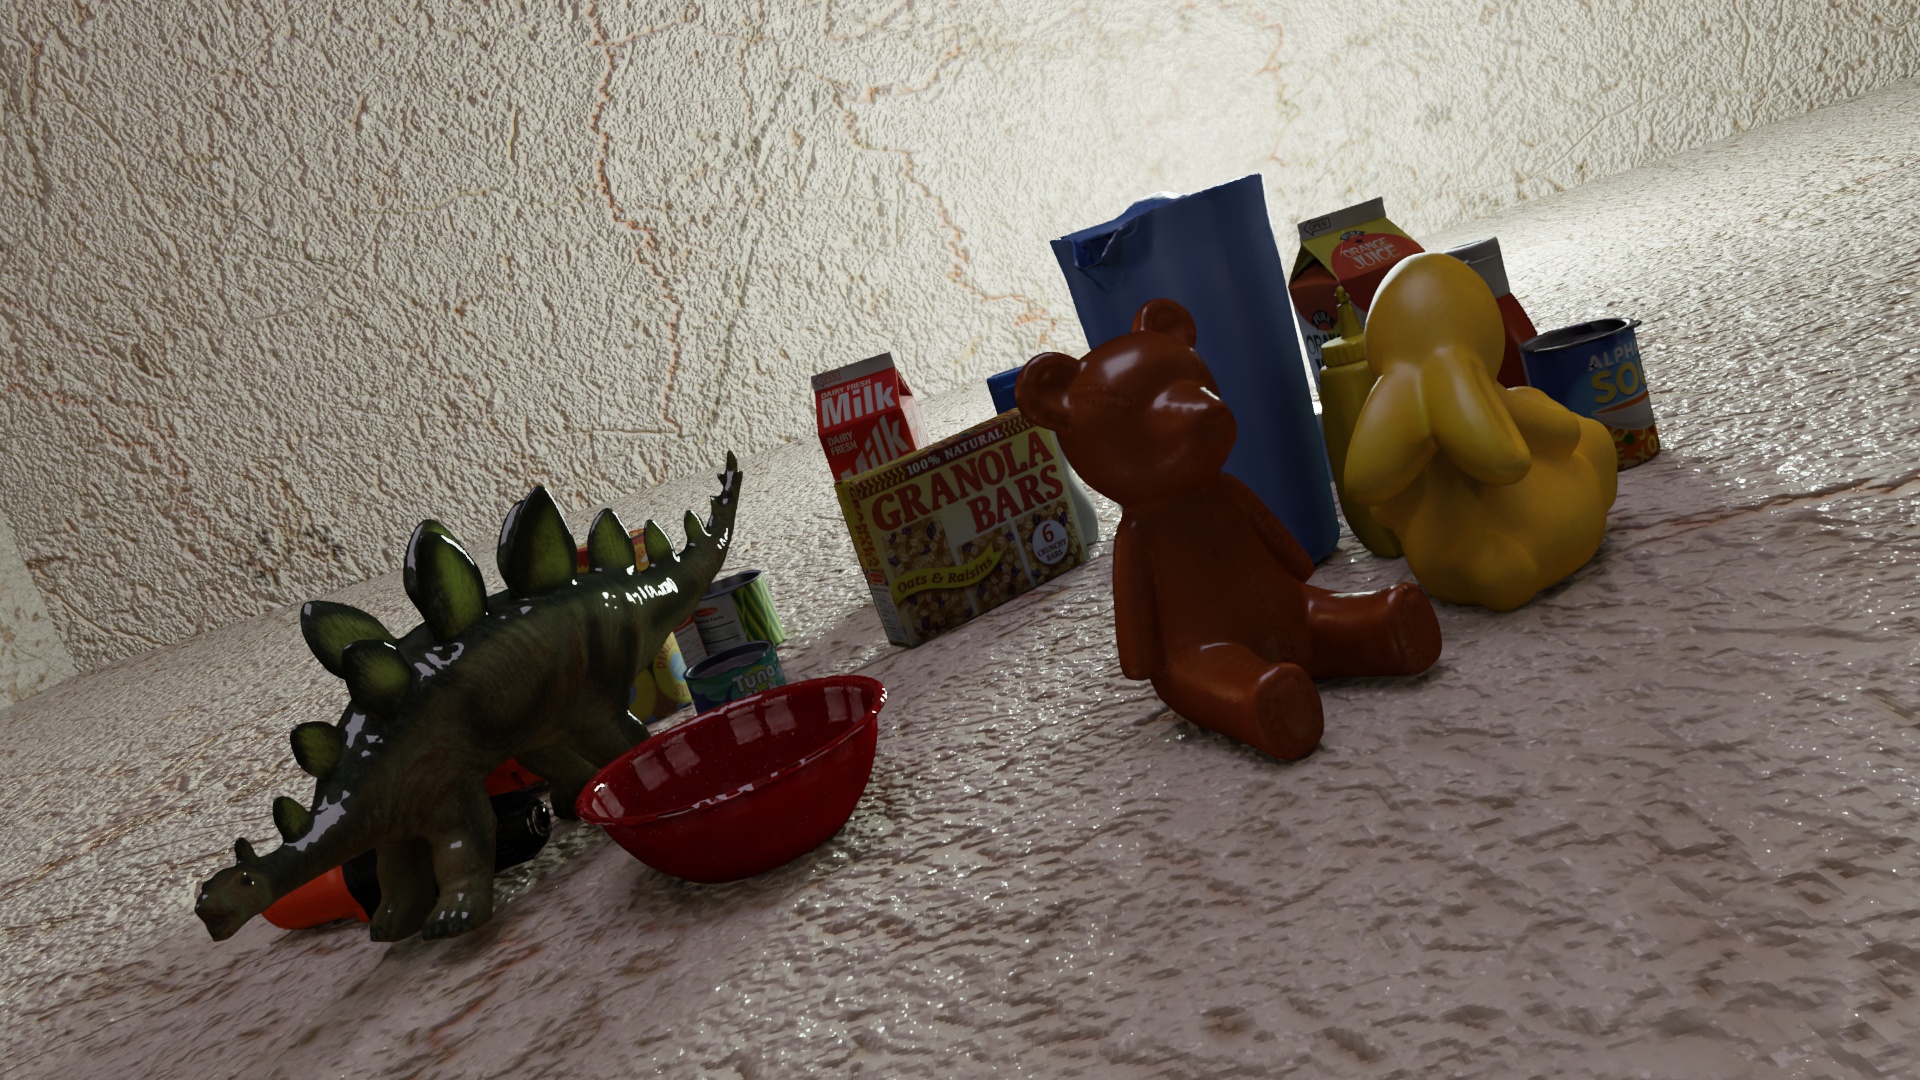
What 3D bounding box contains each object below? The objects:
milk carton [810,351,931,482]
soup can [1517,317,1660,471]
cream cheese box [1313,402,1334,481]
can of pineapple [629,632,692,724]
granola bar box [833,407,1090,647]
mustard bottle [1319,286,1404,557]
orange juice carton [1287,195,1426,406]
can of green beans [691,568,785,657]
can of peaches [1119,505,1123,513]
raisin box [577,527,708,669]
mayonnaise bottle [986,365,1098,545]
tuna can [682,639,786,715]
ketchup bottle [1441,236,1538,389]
[{"bbox_3d":[-0.057,-0.051,1.115,0.072,0.190,0.073,-17,11,10],"label":"milk carton"},{"bbox_3d":[0.389,-0.088,0.853,0.071,0.083,0.071,-18,11,4],"label":"soup can"},{"bbox_3d":[0.271,-0.080,1.079,0.024,0.053,0.104,-19,11,-2],"label":"cream cheese box"},{"bbox_3d":[-0.232,0.098,1.016,0.071,0.057,0.071,-18,11,4],"label":"can of pineapple"},{"bbox_3d":[0.004,-0.013,1.002,0.166,0.124,0.039,-25,12,-29],"label":"granola bar box"},{"bbox_3d":[0.244,-0.073,0.814,0.065,0.160,0.049,-21,11,-12],"label":"mustard bottle"},{"bbox_3d":[0.292,-0.140,0.977,0.072,0.192,0.073,-21,11,-12],"label":"orange juice carton"},{"bbox_3d":[-0.179,0.062,1.107,0.071,0.057,0.071,-18,11,4],"label":"can of green beans"},{"bbox_3d":[0.156,-0.049,1.104,0.071,0.058,0.071,-18,11,4],"label":"can of peaches"},{"bbox_3d":[-0.253,0.056,1.082,0.086,0.123,0.040,-11,13,36],"label":"raisin box"},{"bbox_3d":[0.060,-0.062,1.089,0.065,0.147,0.041,-17,11,8],"label":"mayonnaise bottle"},{"bbox_3d":[-0.155,0.097,0.965,0.071,0.032,0.071,-18,11,4],"label":"tuna can"},{"bbox_3d":[0.352,-0.123,0.913,0.064,0.148,0.044,-8,15,45],"label":"ketchup bottle"}]
